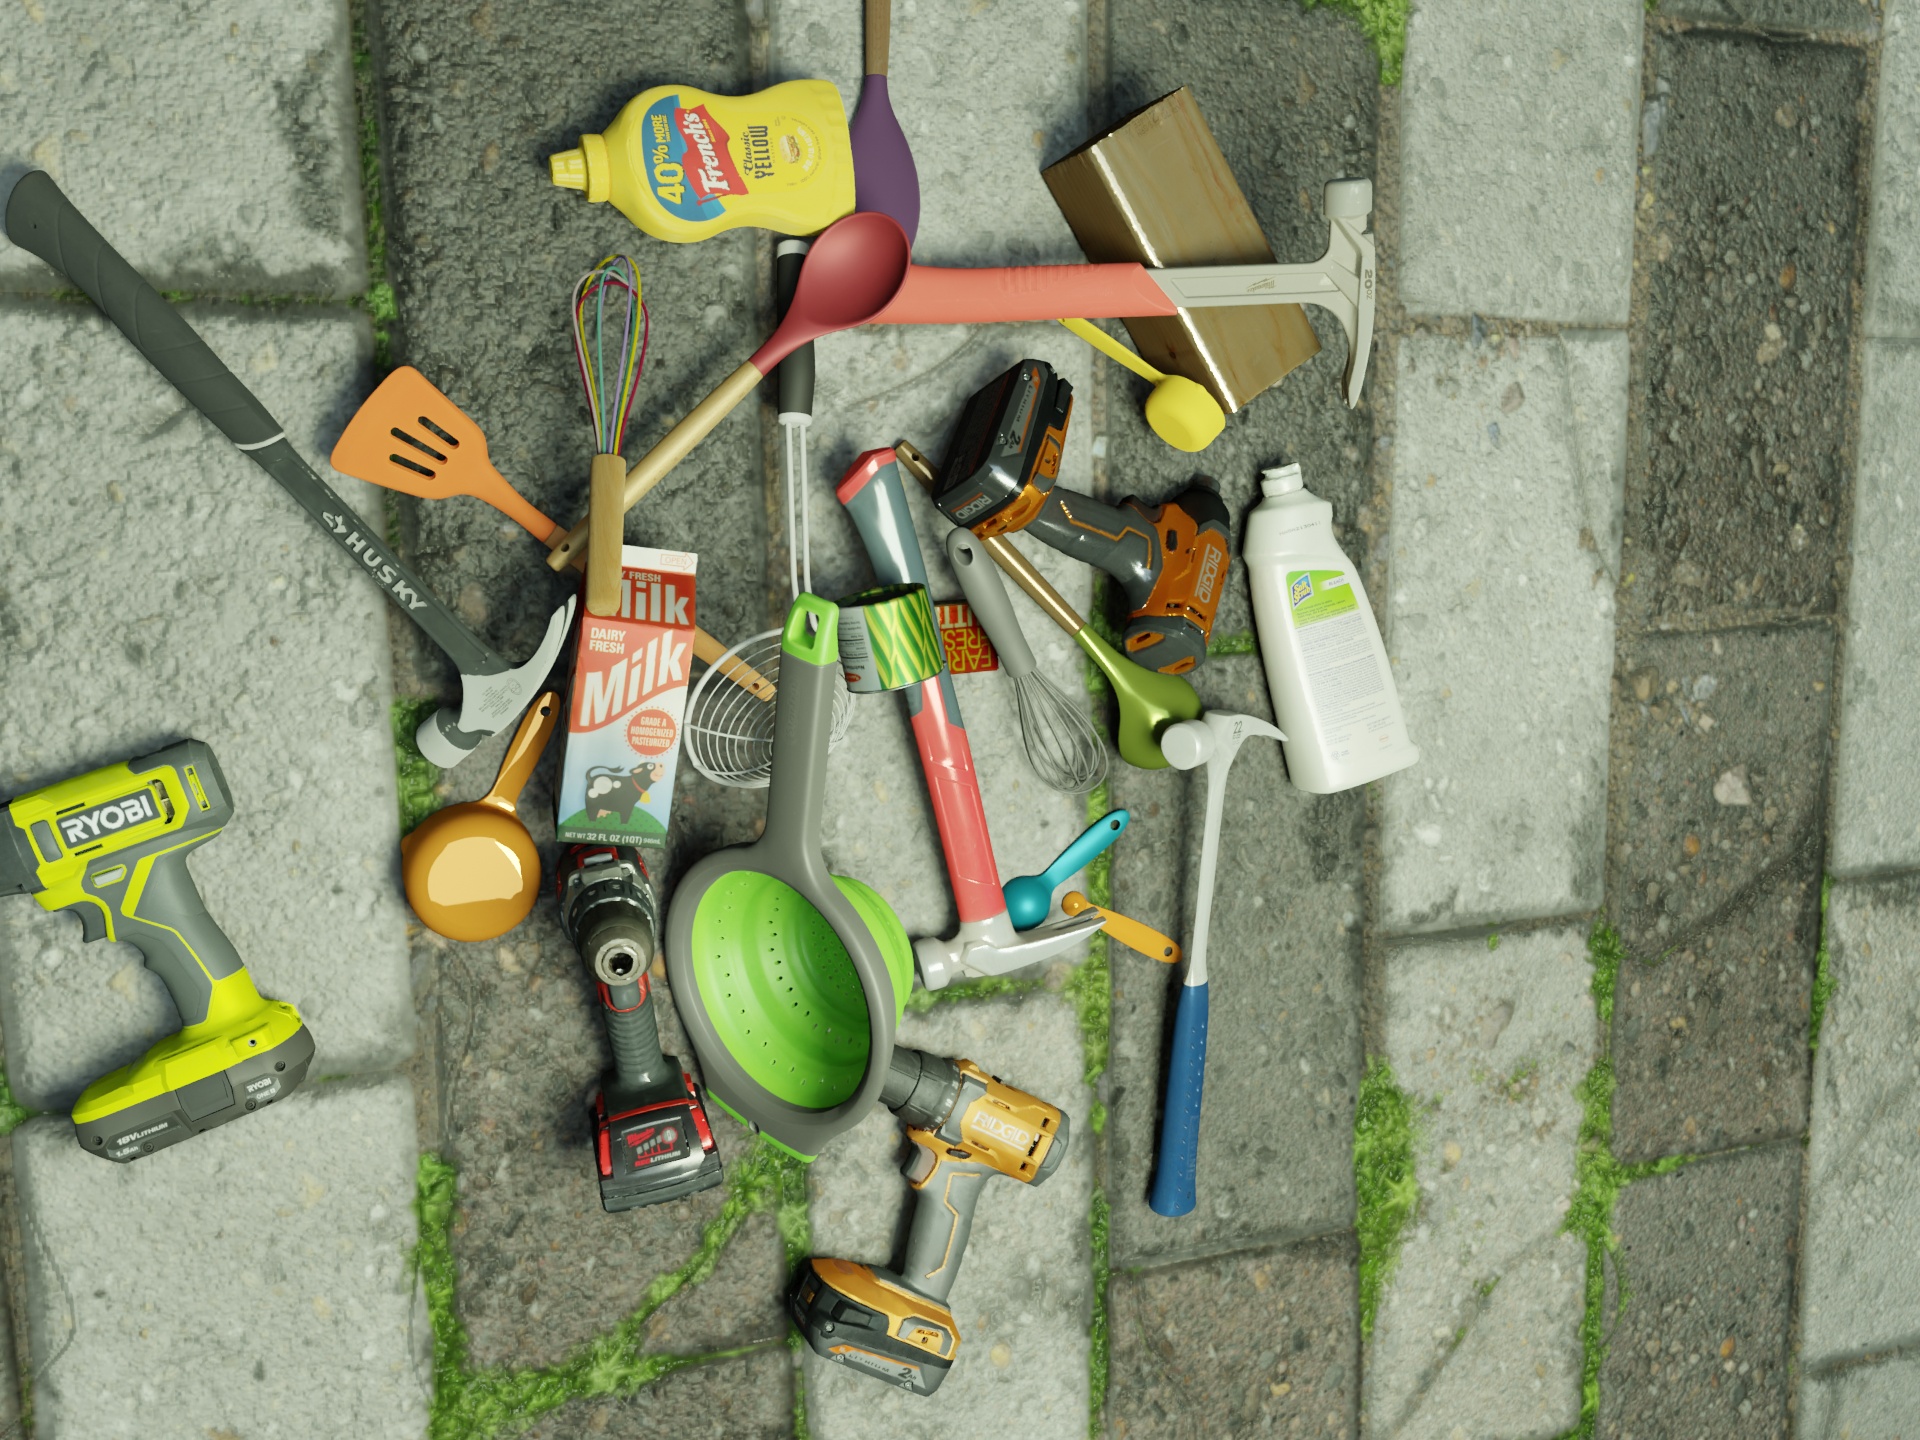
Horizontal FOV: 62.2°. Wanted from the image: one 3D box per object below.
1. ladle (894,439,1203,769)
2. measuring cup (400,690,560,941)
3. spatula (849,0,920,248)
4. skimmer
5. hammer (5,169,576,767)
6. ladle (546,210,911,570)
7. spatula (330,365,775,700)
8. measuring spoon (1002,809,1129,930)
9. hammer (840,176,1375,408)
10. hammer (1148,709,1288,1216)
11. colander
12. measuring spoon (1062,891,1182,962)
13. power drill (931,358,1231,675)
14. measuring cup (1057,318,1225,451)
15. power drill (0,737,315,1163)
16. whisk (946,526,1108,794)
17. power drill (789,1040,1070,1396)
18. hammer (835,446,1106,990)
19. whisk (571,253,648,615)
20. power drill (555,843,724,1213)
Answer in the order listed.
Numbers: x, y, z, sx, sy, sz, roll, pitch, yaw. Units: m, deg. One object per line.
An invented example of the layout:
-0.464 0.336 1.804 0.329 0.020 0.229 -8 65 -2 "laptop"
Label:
0.063 -0.084 1.167 0.320 0.062 0.078 45 74 -13 "ladle"
-0.300 0.063 1.039 0.095 0.052 0.173 25 90 -22 "measuring cup"
-0.054 -0.463 1.078 0.059 0.018 0.316 -2 99 -20 "spatula"
-0.128 -0.137 1.077 0.127 0.090 0.363 3 82 -39 "skimmer"
-0.404 -0.157 0.957 0.149 0.036 0.408 -35 106 24 "hammer"
-0.151 -0.210 1.030 0.069 0.031 0.315 43 84 11 "ladle"
-0.250 -0.105 1.042 0.322 0.041 0.081 37 100 -22 "spatula"
0.083 0.112 1.204 0.128 0.021 0.042 -40 106 -10 "measuring spoon"
0.096 -0.281 1.076 0.359 0.037 0.149 -2 112 3 "hammer"
0.186 0.188 1.223 0.144 0.035 0.405 -14 112 -51 "hammer"
-0.089 0.097 1.049 0.094 0.205 0.396 -22 128 -48 "colander"
0.128 0.163 1.234 0.116 0.011 0.021 28 87 -21 "measuring spoon"
0.102 -0.155 1.136 0.226 0.084 0.164 33 58 -23 "power drill"
0.119 -0.246 1.141 0.156 0.062 0.029 36 78 3 "measuring cup"
-0.505 0.142 0.965 0.171 0.080 0.223 -21 100 -17 "power drill"
0.046 -0.039 1.131 0.055 0.055 0.238 -36 122 -12 "whisk"
-0.042 0.352 1.163 0.185 0.084 0.226 30 82 -21 "power drill"
-0.002 -0.004 1.119 0.143 0.038 0.386 -16 106 -10 "hammer"
-0.223 -0.183 1.003 0.047 0.051 0.245 -2 75 3 "whisk"
-0.211 0.197 1.022 0.080 0.188 0.226 -11 105 -14 "power drill"
